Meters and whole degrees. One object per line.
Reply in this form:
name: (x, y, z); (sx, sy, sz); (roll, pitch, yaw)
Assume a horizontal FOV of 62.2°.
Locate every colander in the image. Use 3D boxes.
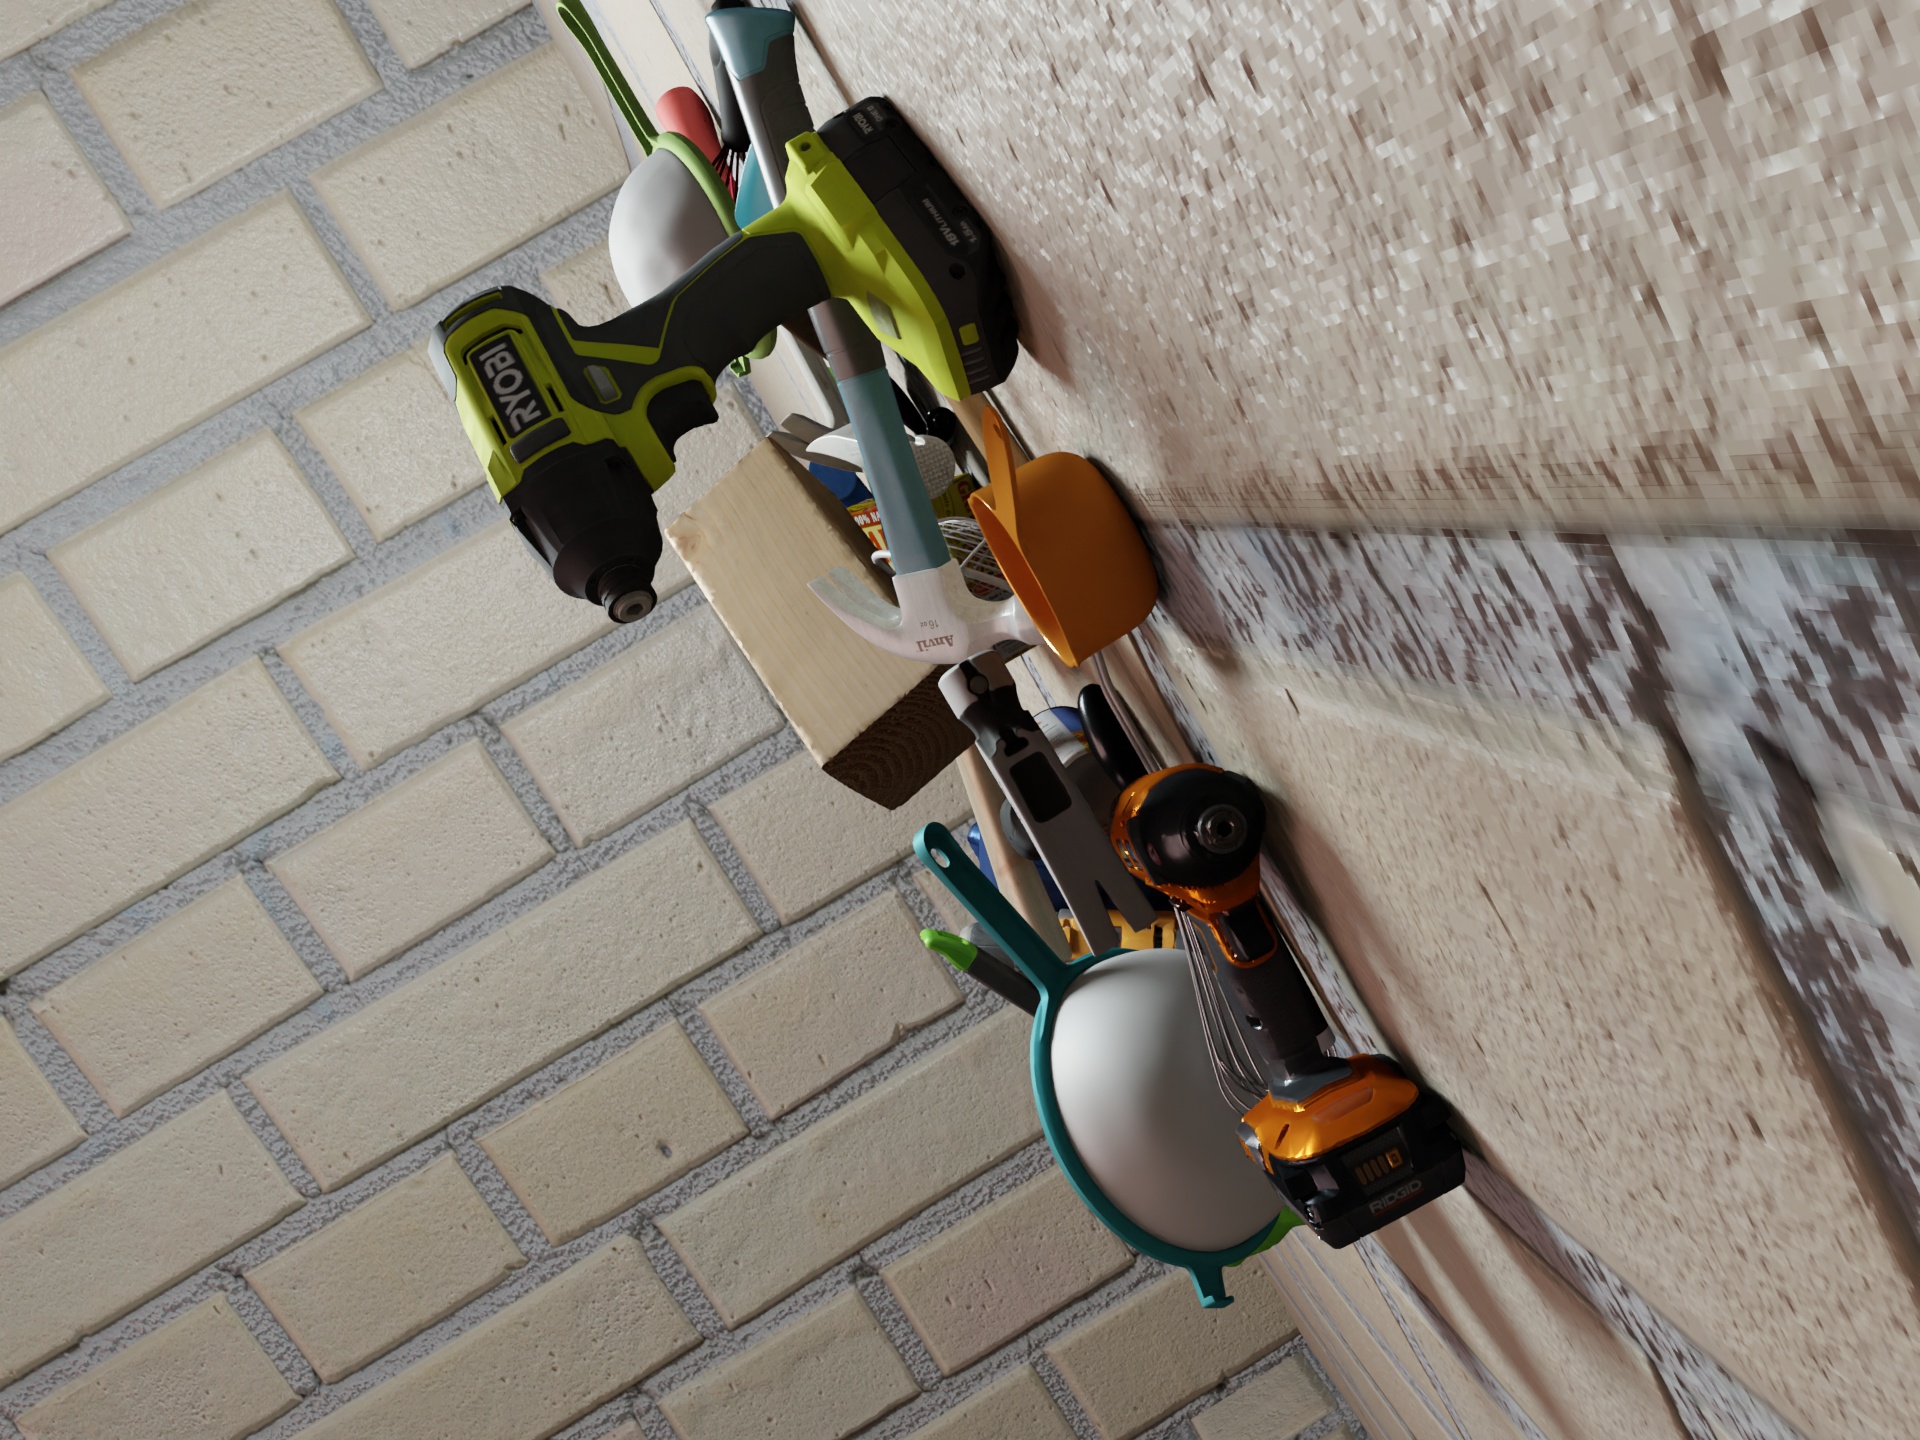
colander: (0.116, 0.288, 1.156); (0.397, 0.094, 0.204); (34, 179, -11)

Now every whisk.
whisk: (-0.135, -0.351, 0.984); (0.073, 0.073, 0.295); (59, 170, 6)
whisk: (0.136, 0.105, 0.938); (0.070, 0.070, 0.285); (75, 169, -79)

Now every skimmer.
skimmer: (0.080, 0.041, 0.882); (0.363, 0.090, 0.127); (59, 174, 1)

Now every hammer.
hammer: (-0.078, -0.182, 1.419); (0.144, 0.035, 0.405); (60, -176, 7)
hammer: (-0.152, -0.334, 1.177); (0.149, 0.036, 0.359); (3, -125, -55)
hammer: (-0.002, -0.003, 1.065); (0.146, 0.038, 0.410); (27, 140, 57)
hammer: (-0.052, -0.184, 0.783); (0.033, 0.128, 0.331); (-38, -66, -54)
hammer: (0.044, 0.056, 0.876); (0.146, 0.035, 0.334); (59, 178, 8)

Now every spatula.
spatula: (-0.013, -0.170, 0.814); (0.318, 0.044, 0.082); (57, 150, 12)
spatula: (-0.067, -0.213, 0.938); (0.060, 0.018, 0.315); (58, -169, 12)

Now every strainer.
strainer: (-0.207, -0.335, 1.010); (0.256, 0.069, 0.151); (60, 164, -3)
strainer: (0.110, 0.177, 0.990); (0.340, 0.095, 0.211); (48, -139, -3)

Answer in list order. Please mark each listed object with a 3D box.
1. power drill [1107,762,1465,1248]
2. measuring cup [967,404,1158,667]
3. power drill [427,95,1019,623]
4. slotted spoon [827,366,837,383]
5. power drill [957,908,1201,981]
power drill: (0.146, 0.124, 0.752); (0.226, 0.084, 0.164); (63, 177, 4)
measuring cup: (0.042, -0.089, 0.652); (0.095, 0.052, 0.173); (58, 175, 23)
power drill: (-0.095, -0.149, 0.666); (0.171, 0.223, 0.080); (58, 177, 28)
slotted spoon: (-0.043, -0.180, 1.392); (0.313, 0.031, 0.070); (59, 178, -27)
power drill: (0.106, 0.207, 1.262); (0.226, 0.185, 0.084); (61, -149, -61)
